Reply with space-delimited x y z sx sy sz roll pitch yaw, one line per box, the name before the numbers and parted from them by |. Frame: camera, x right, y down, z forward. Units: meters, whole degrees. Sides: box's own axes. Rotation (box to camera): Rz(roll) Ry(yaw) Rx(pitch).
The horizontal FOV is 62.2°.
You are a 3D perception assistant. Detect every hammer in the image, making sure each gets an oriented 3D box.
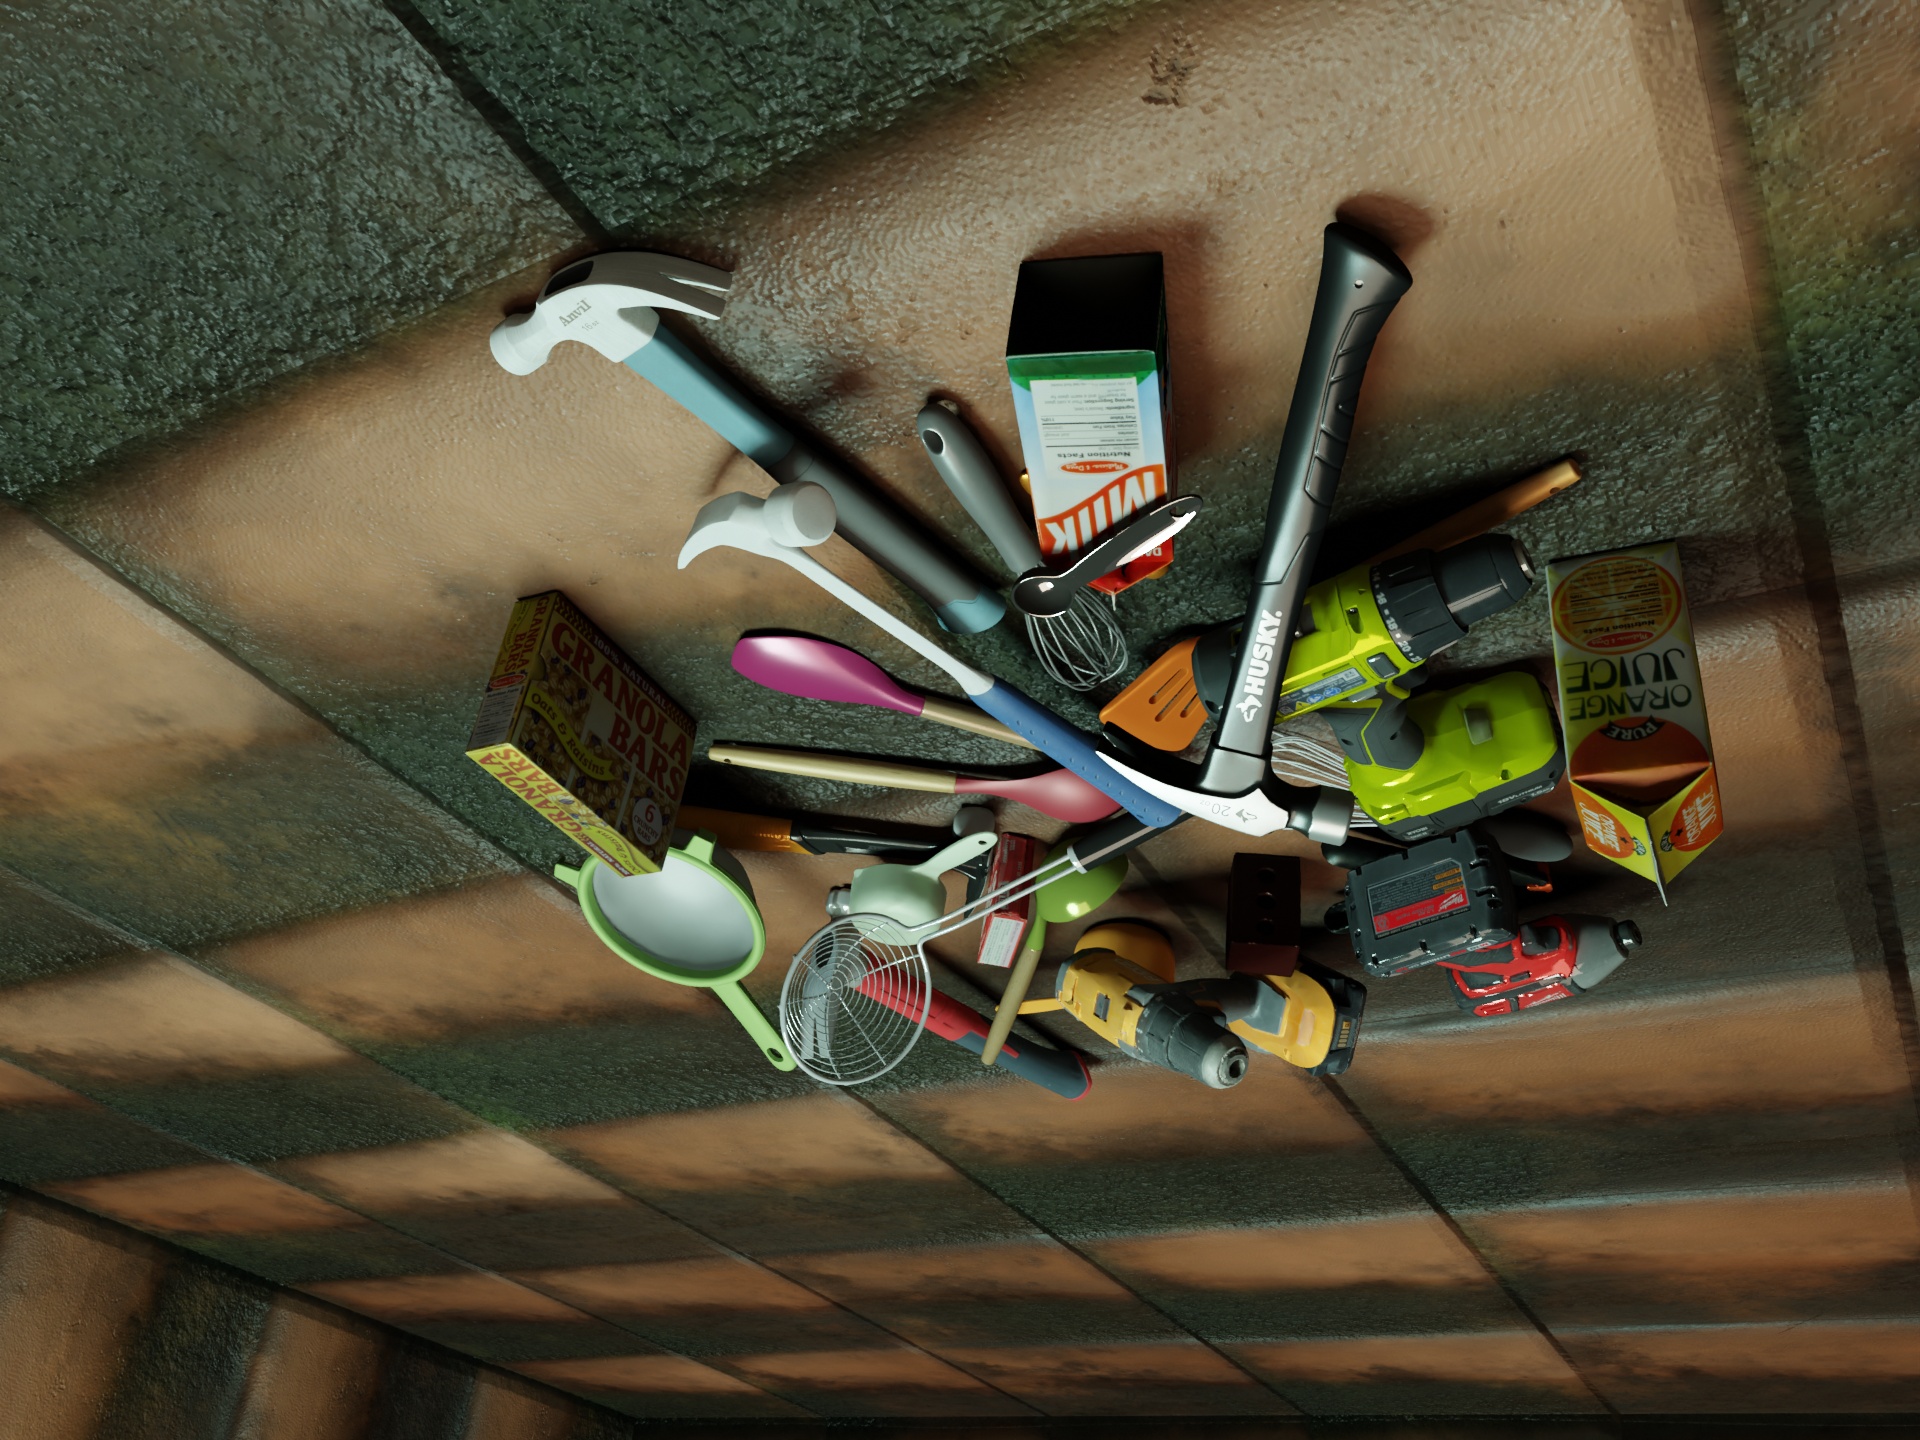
hammer | 0.164 -0.087 0.824 0.146 0.035 0.334 13 123 10
hammer | -0.143 0.093 1.251 0.337 0.034 0.127 7 144 0
hammer | 0.001 -0.029 0.994 0.405 0.035 0.144 33 160 -37
hammer | -0.095 -0.144 0.901 0.128 0.033 0.330 -22 136 37
hammer | -0.001 0.289 1.431 0.038 0.143 0.385 -12 146 36

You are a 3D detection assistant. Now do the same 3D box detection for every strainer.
strainer | -0.187 0.169 1.243 0.151 0.069 0.256 -13 124 28

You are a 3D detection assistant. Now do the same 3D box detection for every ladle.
ladle | -0.029 0.041 1.163 0.315 0.031 0.069 7 144 4
ladle | 0.066 0.203 1.303 0.062 0.078 0.320 27 137 9

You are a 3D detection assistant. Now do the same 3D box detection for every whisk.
whisk | 0.036 -0.097 0.937 0.055 0.055 0.238 -13 136 27
whisk | 0.307 0.063 1.104 0.284 0.070 0.070 13 145 -17

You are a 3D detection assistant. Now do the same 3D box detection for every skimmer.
skimmer | 0.034 0.143 1.146 0.363 0.090 0.127 -29 114 14

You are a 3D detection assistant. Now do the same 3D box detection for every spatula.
spatula | 0.221 -0.066 0.946 0.081 0.041 0.322 22 143 -37

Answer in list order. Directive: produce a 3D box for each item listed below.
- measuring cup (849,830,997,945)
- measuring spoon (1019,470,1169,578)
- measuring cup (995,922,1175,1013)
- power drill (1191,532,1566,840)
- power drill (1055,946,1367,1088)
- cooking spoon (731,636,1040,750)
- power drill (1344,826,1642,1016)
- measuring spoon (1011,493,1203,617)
measuring cup | -0.025 0.129 1.214 0.083 0.038 0.167 27 142 -24
measuring spoon | 0.079 -0.112 0.931 0.116 0.011 0.021 30 140 -29
measuring cup | 0.105 0.218 1.371 0.173 0.052 0.095 -16 139 33
power drill | 0.271 -0.020 0.942 0.190 0.080 0.228 -24 142 28
power drill | 0.212 0.231 1.230 0.226 0.084 0.185 6 -172 -32
cooking spoon | -0.002 -0.004 1.098 0.318 0.017 0.068 15 146 -11
power drill | 0.386 0.154 1.143 0.143 0.079 0.219 -26 144 35
measuring spoon | 0.077 -0.091 0.836 0.124 0.018 0.034 -30 131 35
